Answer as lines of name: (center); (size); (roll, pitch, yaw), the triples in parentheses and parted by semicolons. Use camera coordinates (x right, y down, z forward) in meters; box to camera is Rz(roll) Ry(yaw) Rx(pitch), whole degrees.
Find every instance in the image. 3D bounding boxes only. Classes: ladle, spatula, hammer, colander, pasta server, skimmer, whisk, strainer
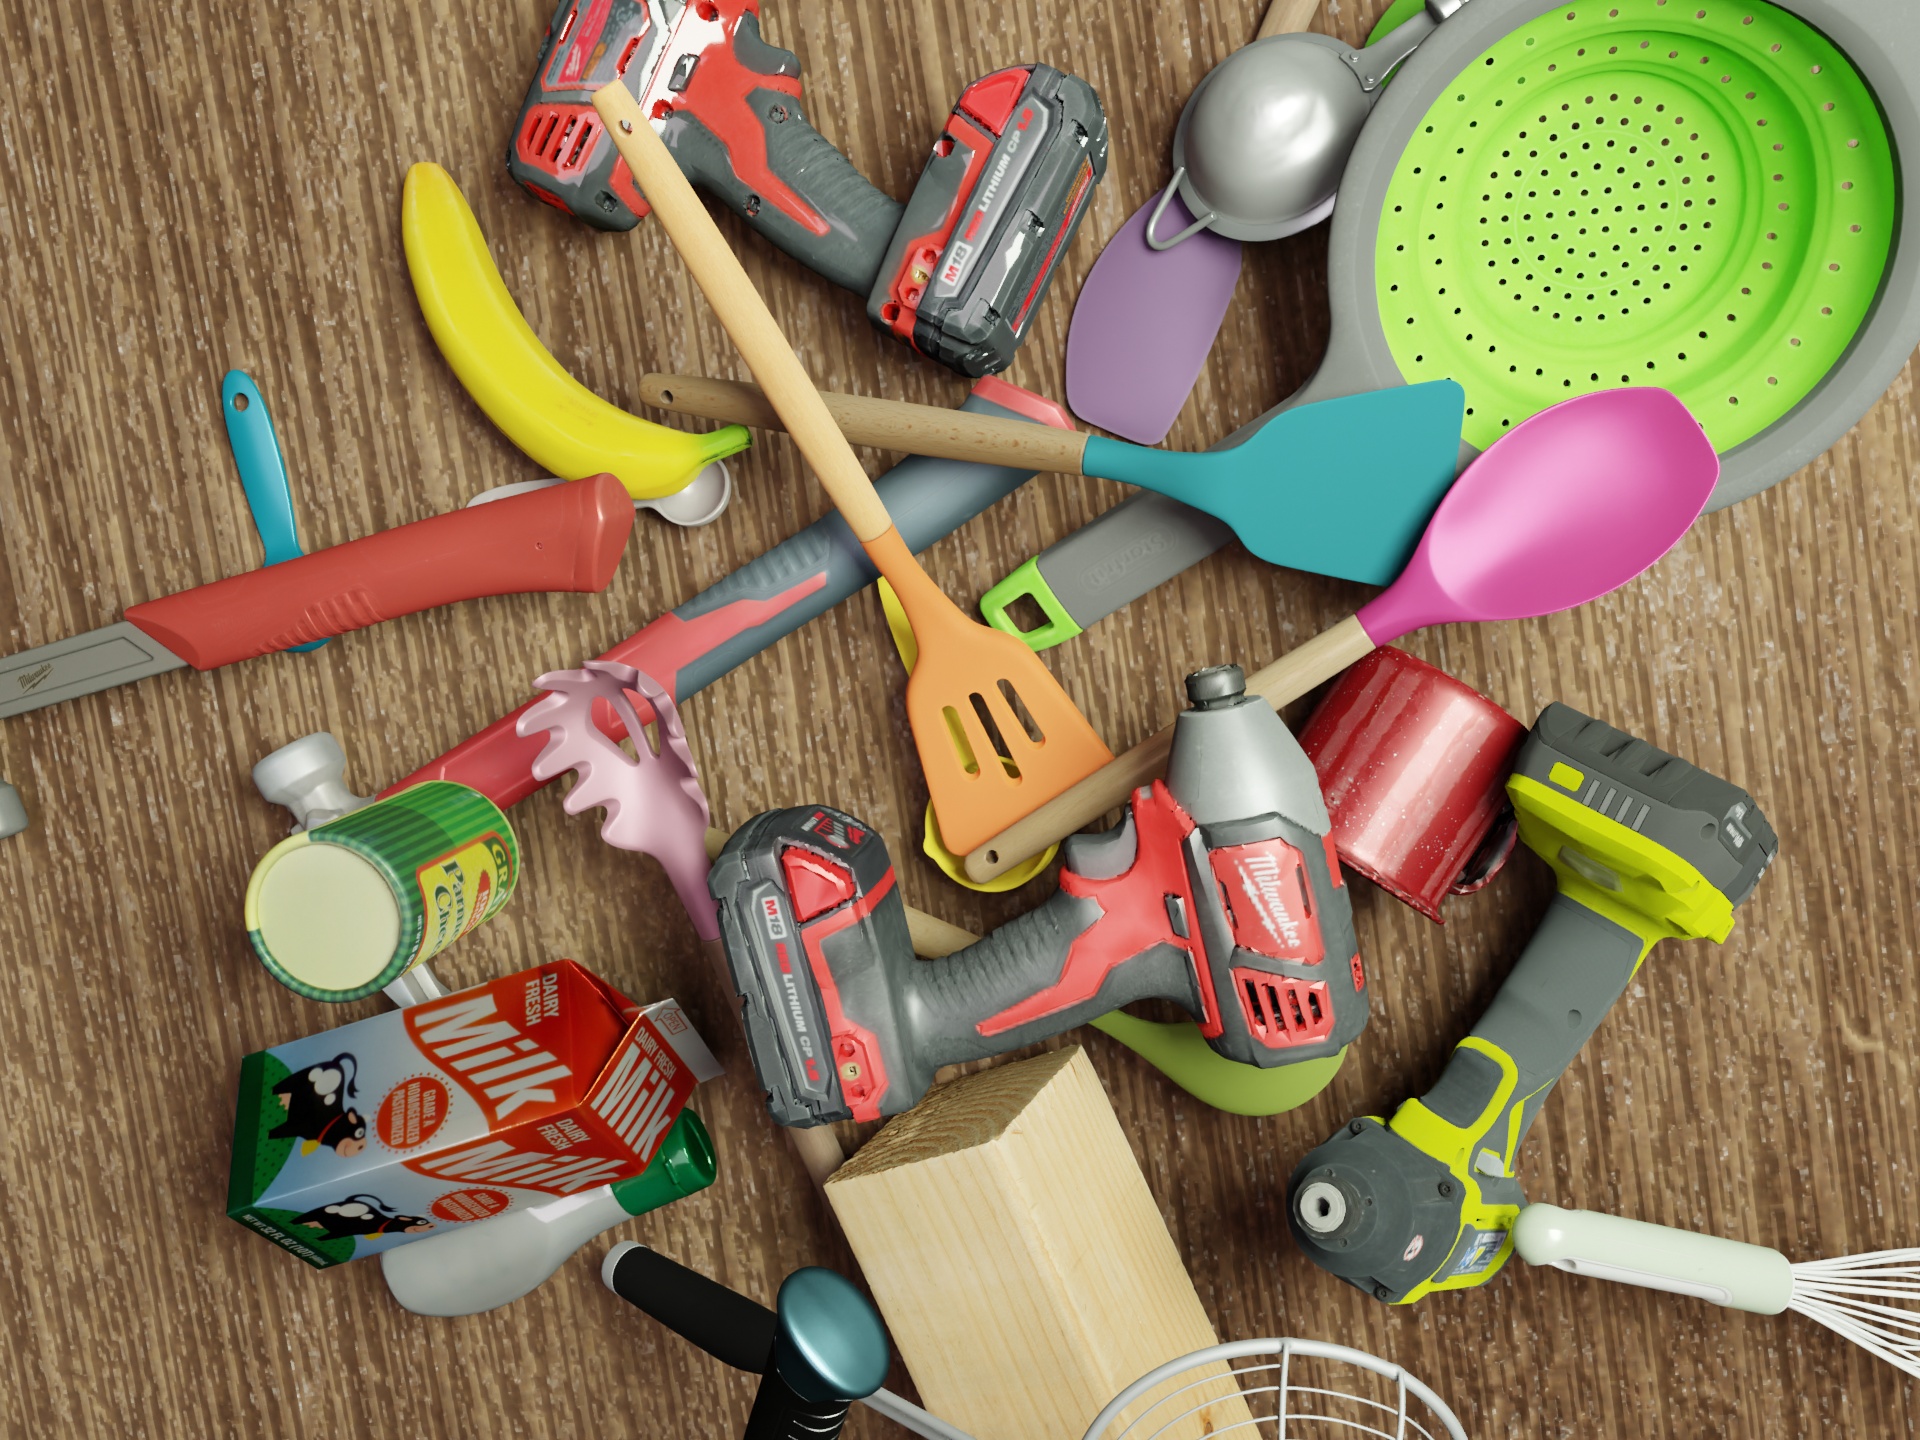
ladle: (0.005, 0.085, 0.657); (0.320, 0.078, 0.062); (22, 64, 3)
spatula: (-0.044, -0.088, 0.602); (0.081, 0.041, 0.322); (-26, 116, 13)
hammer: (-0.113, -0.014, 0.678); (0.386, 0.038, 0.143); (-31, 92, 9)
hammer: (-0.310, -0.053, 0.678); (0.359, 0.037, 0.149); (-14, 100, 13)
colander: (0.177, -0.144, 0.624); (0.397, 0.094, 0.204); (-30, 106, 25)
pasta server: (-0.090, 0.113, 0.649); (0.060, 0.040, 0.316); (-16, 110, 13)
skimmer: (0.002, 0.239, 0.592); (0.363, 0.090, 0.127); (5, 120, 43)
whisk: (0.321, 0.221, 0.619); (0.246, 0.057, 0.059); (15, 62, -14)
spatula: (0.122, -0.266, 0.647); (0.060, 0.018, 0.316); (25, 98, 8)
spatula: (0.026, -0.108, 0.613); (0.317, 0.044, 0.082); (11, 120, 13)
hammer: (-0.076, 0.311, 0.619); (0.128, 0.033, 0.330); (36, 134, 21)
strainer: (0.176, -0.266, 0.603); (0.258, 0.050, 0.087); (-31, 69, 12)

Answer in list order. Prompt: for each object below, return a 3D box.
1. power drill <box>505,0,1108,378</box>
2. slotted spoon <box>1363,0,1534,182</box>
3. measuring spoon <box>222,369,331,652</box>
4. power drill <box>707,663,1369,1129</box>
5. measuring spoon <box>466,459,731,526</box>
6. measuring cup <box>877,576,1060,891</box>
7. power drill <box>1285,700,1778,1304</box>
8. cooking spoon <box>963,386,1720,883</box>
power drill: (-0.054, -0.258, 0.640); (0.227, 0.080, 0.188); (27, 97, 6)
slotted spoon: (0.210, -0.371, 0.625); (0.070, 0.031, 0.314); (9, 94, 9)
measuring spoon: (-0.309, -0.092, 0.704); (0.042, 0.021, 0.128); (-13, 95, 7)
power drill: (0.029, 0.066, 0.585); (0.219, 0.078, 0.143); (-12, 97, 10)
measuring spoon: (-0.157, -0.095, 0.695); (0.124, 0.018, 0.034); (-3, 76, 13)
measuring cup: (-0.001, -0.002, 0.683); (0.062, 0.029, 0.156); (-23, 80, 15)
power drill: (0.208, 0.114, 0.599); (0.080, 0.171, 0.223); (32, 94, 36)
cooking spoon: (0.132, -0.021, 0.605); (0.319, 0.017, 0.069); (-33, 83, 17)
